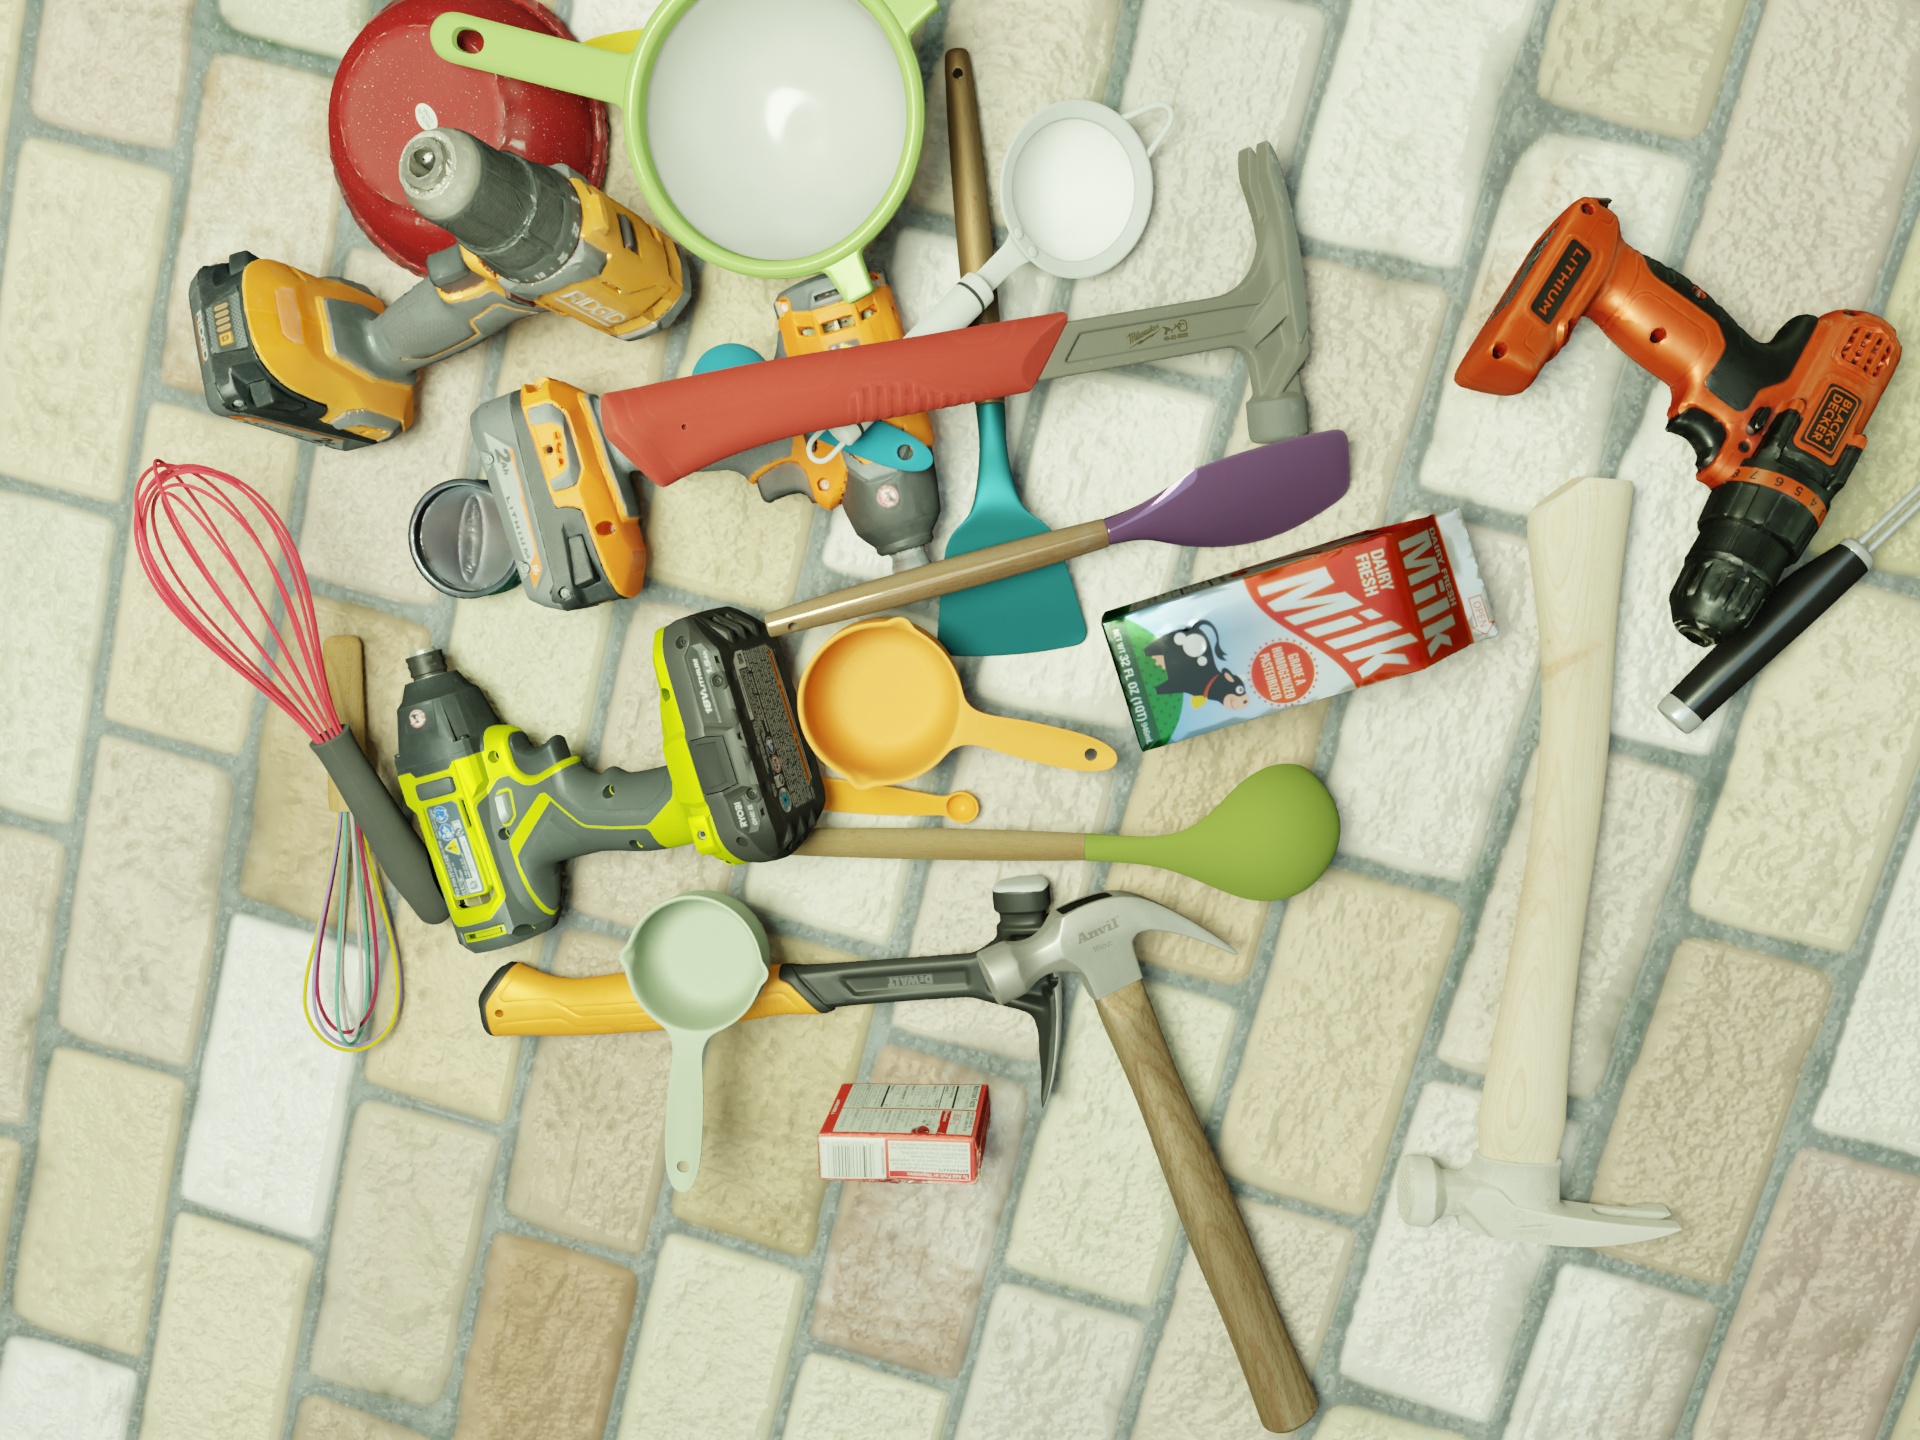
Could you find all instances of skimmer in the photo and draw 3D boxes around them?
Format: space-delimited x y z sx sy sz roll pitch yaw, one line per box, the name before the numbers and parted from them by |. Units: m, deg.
skimmer | 0.501 -0.113 0.766 0.127 0.090 0.363 36 105 -32

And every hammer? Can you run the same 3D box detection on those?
hammer | -0.110 0.162 0.908 0.337 0.034 0.127 -4 97 7
hammer | 0.326 0.079 0.843 0.146 0.038 0.410 4 99 5
hammer | 0.129 0.247 0.881 0.130 0.031 0.331 -24 100 -9
hammer | 0.006 -0.181 0.767 0.359 0.037 0.149 -14 102 -18

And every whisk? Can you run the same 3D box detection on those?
whisk | -0.352 -0.008 0.861 0.073 0.073 0.295 -19 115 9
whisk | -0.357 0.073 0.920 0.047 0.051 0.245 1 95 12

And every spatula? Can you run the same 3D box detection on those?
spatula | 0.052 -0.090 0.830 0.316 0.018 0.059 -15 132 -1
spatula | 0.013 -0.193 0.848 0.082 0.044 0.317 -5 93 8

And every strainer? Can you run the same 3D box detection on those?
strainer | -0.136 -0.312 0.798 0.256 0.069 0.151 17 106 8
strainer | 0.011 -0.222 0.802 0.258 0.050 0.086 -47 117 -11

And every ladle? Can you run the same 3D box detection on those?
ladle | 0.044 0.061 0.870 0.320 0.062 0.078 0 121 12

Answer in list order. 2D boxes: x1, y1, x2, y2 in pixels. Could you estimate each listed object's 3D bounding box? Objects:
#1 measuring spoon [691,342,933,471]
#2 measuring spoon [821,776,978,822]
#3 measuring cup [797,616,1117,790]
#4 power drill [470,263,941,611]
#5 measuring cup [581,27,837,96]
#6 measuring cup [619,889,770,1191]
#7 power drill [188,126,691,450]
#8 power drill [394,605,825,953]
measuring spoon | -0.074 -0.152 0.793 0.128 0.021 0.042 20 95 -4
measuring spoon | -0.047 0.042 0.896 0.117 0.011 0.021 5 117 9
measuring cup | -0.001 -0.003 0.864 0.173 0.052 0.095 14 100 -4
power drill | -0.125 -0.130 0.844 0.226 0.084 0.164 -17 96 5
measuring cup | -0.134 -0.357 0.843 0.156 0.029 0.062 1 106 19
measuring cup | -0.145 0.174 0.877 0.083 0.038 0.167 5 98 7
power drill | -0.272 -0.213 0.787 0.226 0.185 0.084 -15 83 18
power drill | -0.201 0.022 0.867 0.223 0.080 0.171 -15 95 19
